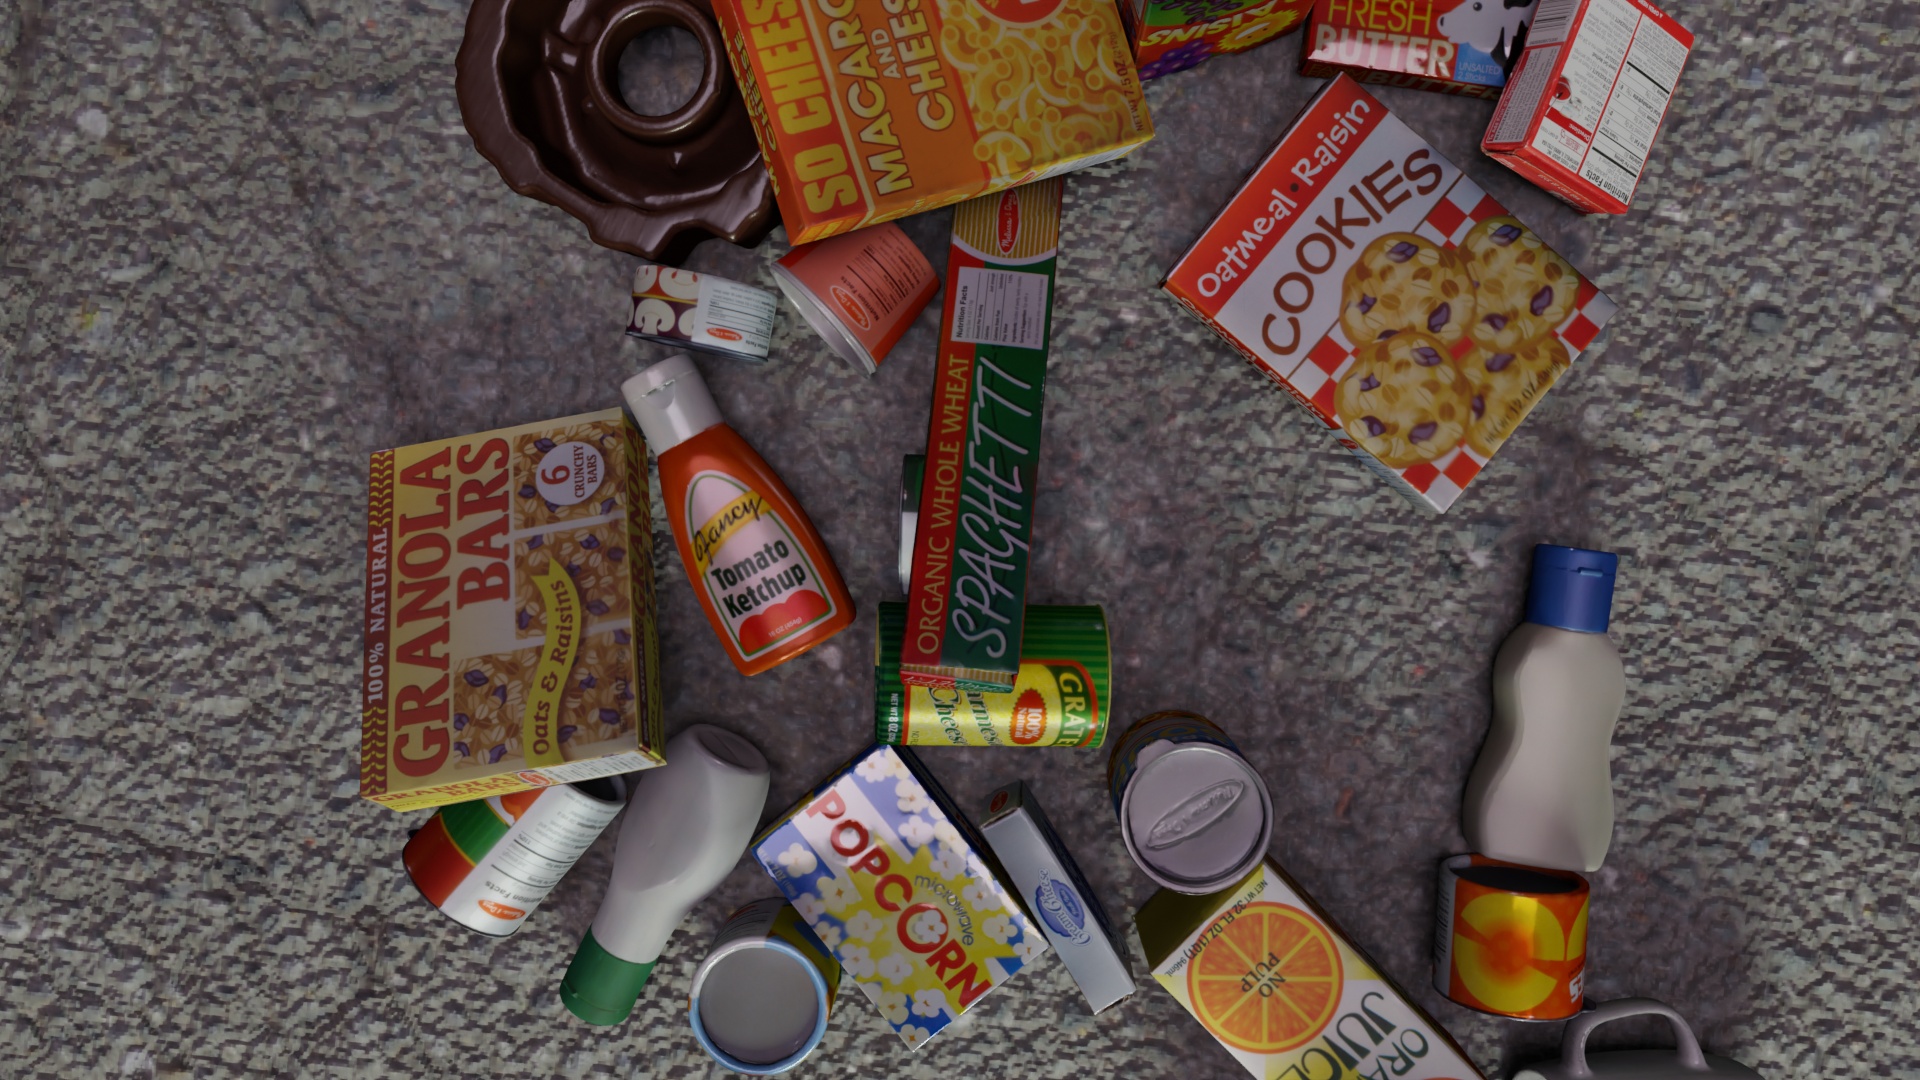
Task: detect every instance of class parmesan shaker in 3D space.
[{"bbox_3d":[0.013,0.064,0.640,0.103,0.071,0.071,1,93,-5],"label":"parmesan shaker"}]

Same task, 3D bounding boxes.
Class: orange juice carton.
[{"bbox_3d":[0.175,0.229,0.644,0.192,0.073,0.072,45,93,-1],"label":"orange juice carton"}]

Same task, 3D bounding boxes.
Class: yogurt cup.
[{"bbox_3d":[-0.046,-0.118,0.639,0.054,0.072,0.072,-44,91,-5],"label":"yogurt cup"}]

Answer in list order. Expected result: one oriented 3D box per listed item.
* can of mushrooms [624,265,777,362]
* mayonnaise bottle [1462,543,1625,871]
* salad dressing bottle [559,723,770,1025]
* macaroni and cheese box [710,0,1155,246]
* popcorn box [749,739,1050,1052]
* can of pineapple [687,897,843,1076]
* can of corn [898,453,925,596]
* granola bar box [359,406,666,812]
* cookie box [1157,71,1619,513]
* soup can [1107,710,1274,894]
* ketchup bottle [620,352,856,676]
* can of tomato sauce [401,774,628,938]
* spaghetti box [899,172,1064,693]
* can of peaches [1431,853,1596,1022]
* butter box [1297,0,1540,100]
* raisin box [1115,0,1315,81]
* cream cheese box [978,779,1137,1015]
[{"bbox_3d":[-0.121,-0.104,0.641,0.071,0.071,0.033,10,94,1],"label":"can of mushrooms"},{"bbox_3d":[0.278,0.077,0.650,0.065,0.041,0.148,8,92,0],"label":"mayonnaise bottle"},{"bbox_3d":[-0.143,0.160,0.661,0.064,0.044,0.147,37,102,39],"label":"salad dressing bottle"},{"bbox_3d":[-0.012,-0.209,0.599,0.167,0.040,0.123,-20,95,-18],"label":"macaroni and cheese box"},{"bbox_3d":[-0.028,0.165,0.664,0.085,0.038,0.126,-39,91,2],"label":"popcorn box"},{"bbox_3d":[-0.090,0.212,0.658,0.071,0.058,0.071,0,93,1],"label":"can of pineapple"},{"bbox_3d":[0.002,-0.008,0.643,0.058,0.071,0.071,2,93,1],"label":"can of corn"},{"bbox_3d":[-0.203,0.030,0.629,0.124,0.039,0.166,-10,66,3],"label":"granola bar box"},{"bbox_3d":[0.194,-0.113,0.644,0.167,0.040,0.123,40,93,-2],"label":"cookie box"},{"bbox_3d":[0.101,0.114,0.635,0.071,0.084,0.071,0,93,2],"label":"soup can"},{"bbox_3d":[-0.109,-0.014,0.652,0.065,0.043,0.148,-27,94,1],"label":"ketchup bottle"},{"bbox_3d":[-0.209,0.132,0.655,0.071,0.071,0.083,41,93,-1],"label":"can of tomato sauce"},{"bbox_3d":[0.011,-0.055,0.608,0.050,0.028,0.251,6,69,2],"label":"spaghetti box"},{"bbox_3d":[0.257,0.182,0.642,0.071,0.071,0.058,2,92,2],"label":"can of peaches"},{"bbox_3d":[0.212,-0.238,0.644,0.103,0.024,0.053,7,93,1],"label":"butter box"},{"bbox_3d":[0.112,-0.243,0.598,0.086,0.123,0.040,-17,91,2],"label":"raisin box"},{"bbox_3d":[0.046,0.166,0.654,0.024,0.053,0.104,-32,92,5],"label":"cream cheese box"}]
